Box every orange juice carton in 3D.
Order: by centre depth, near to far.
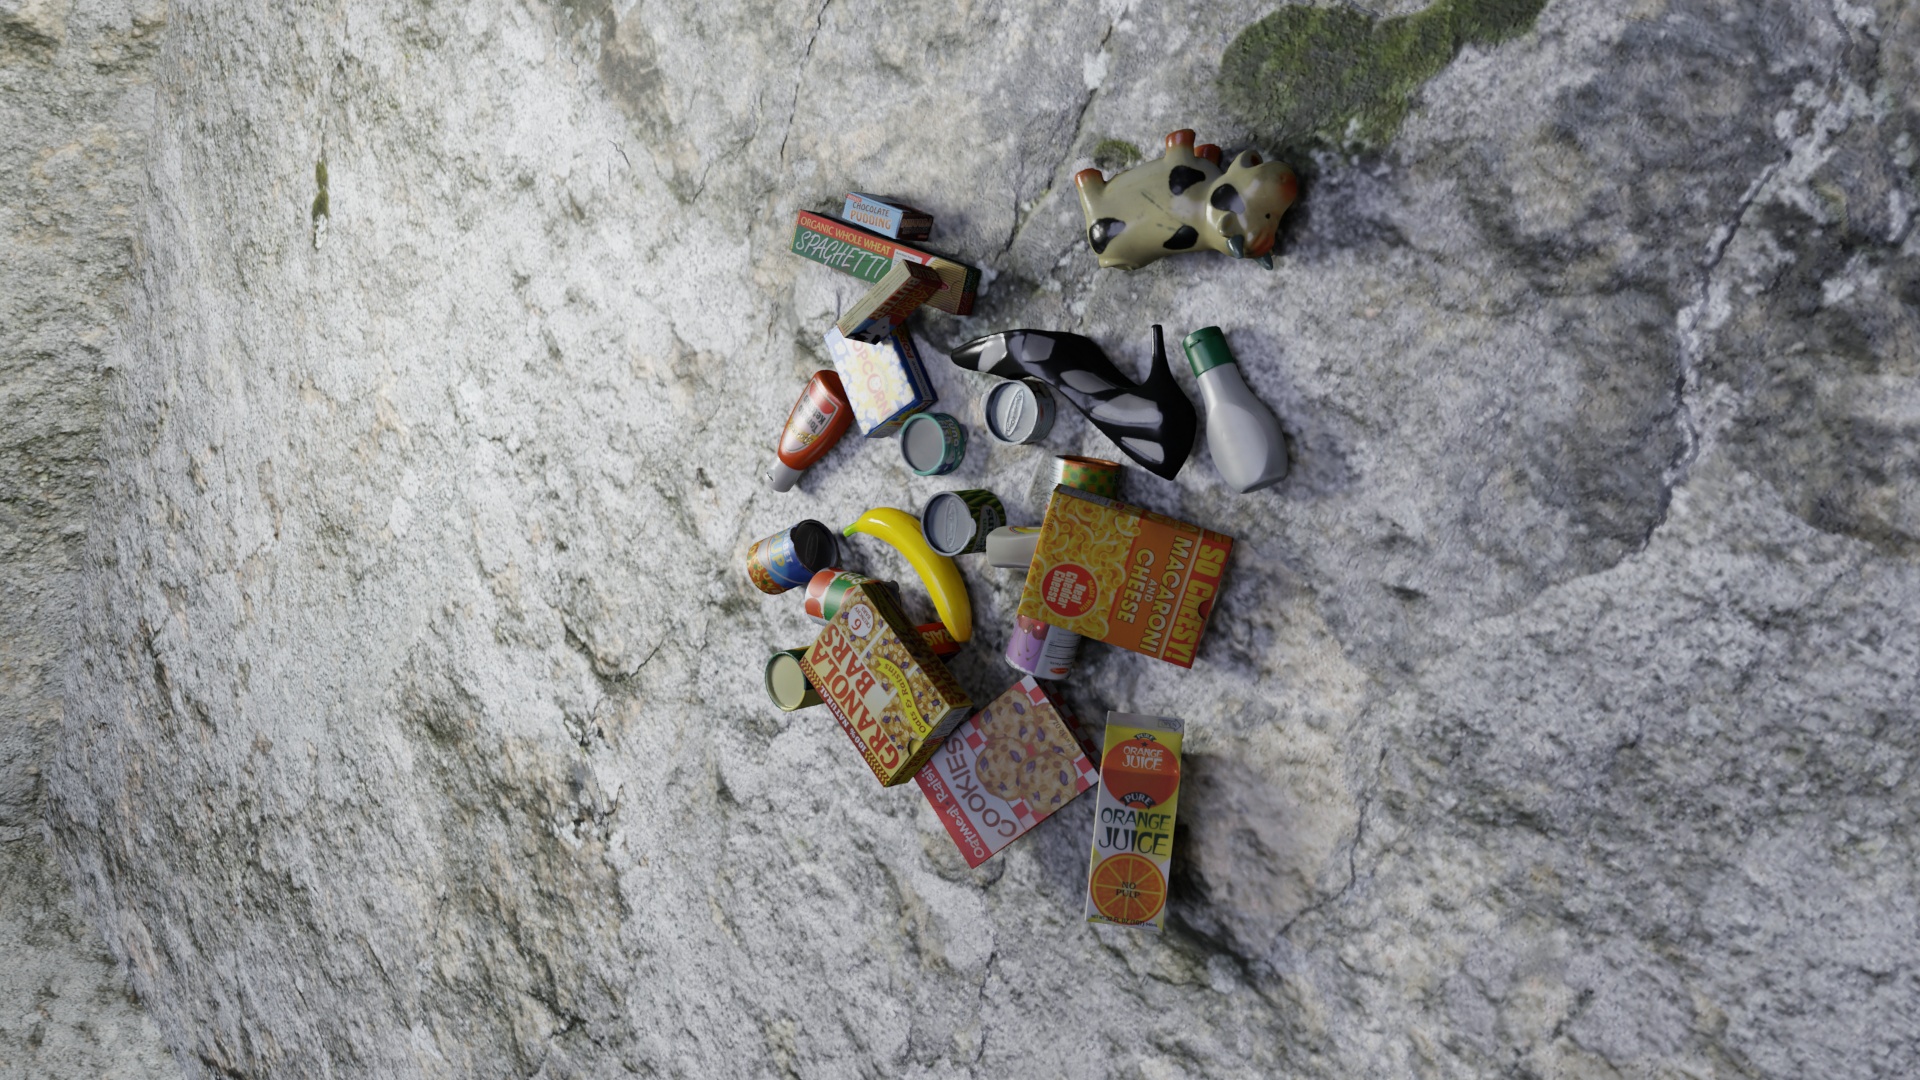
[{"bbox_3d":[0.160,0.252,1.275,0.072,0.073,0.192,6,99,7],"label":"orange juice carton"}]

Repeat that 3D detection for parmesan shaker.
[{"bbox_3d":[-0.153,0.144,1.510,0.071,0.103,0.071,4,96,38],"label":"parmesan shaker"}]

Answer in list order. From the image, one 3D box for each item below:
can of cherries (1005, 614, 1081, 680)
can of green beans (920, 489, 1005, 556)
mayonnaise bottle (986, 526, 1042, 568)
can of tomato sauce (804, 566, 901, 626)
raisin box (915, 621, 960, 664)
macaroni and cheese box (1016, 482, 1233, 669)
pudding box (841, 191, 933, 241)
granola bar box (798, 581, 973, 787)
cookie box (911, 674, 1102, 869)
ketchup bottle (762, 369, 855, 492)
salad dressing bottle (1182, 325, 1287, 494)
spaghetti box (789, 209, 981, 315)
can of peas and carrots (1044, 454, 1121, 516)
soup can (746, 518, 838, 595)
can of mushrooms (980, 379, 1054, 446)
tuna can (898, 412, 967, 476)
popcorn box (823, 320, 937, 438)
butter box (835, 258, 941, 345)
[{"bbox_3d":[0.080,0.095,1.346,0.071,0.071,0.058,26,109,34],"label":"can of cherries"},{"bbox_3d":[0.003,-0.018,1.403,0.071,0.058,0.071,4,96,38],"label":"can of green beans"},{"bbox_3d":[0.102,0.007,1.326,0.148,0.065,0.041,0,96,29],"label":"mayonnaise bottle"},{"bbox_3d":[-0.116,0.066,1.500,0.083,0.071,0.071,14,102,38],"label":"can of tomato sauce"},{"bbox_3d":[-0.070,0.136,1.455,0.123,0.086,0.040,-42,67,33],"label":"raisin box"},{"bbox_3d":[0.148,0.033,1.258,0.166,0.040,0.123,18,106,8],"label":"macaroni and cheese box"},{"bbox_3d":[-0.076,-0.337,1.446,0.084,0.050,0.030,28,112,33],"label":"pudding box"},{"bbox_3d":[-0.078,0.142,1.380,0.166,0.039,0.123,51,120,25],"label":"granola bar box"},{"bbox_3d":[0.045,0.225,1.368,0.167,0.040,0.123,-39,76,18],"label":"cookie box"},{"bbox_3d":[-0.169,-0.116,1.541,0.065,0.043,0.148,52,122,23],"label":"ketchup bottle"},{"bbox_3d":[0.238,-0.116,1.219,0.064,0.044,0.148,-29,74,38],"label":"salad dressing bottle"},{"bbox_3d":[-0.084,-0.296,1.468,0.250,0.029,0.050,27,110,34],"label":"spaghetti box"},{"bbox_3d":[0.118,-0.047,1.307,0.071,0.071,0.058,14,102,37],"label":"can of peas and carrots"},{"bbox_3d":[-0.190,0.018,1.551,0.083,0.071,0.071,-22,80,38],"label":"soup can"},{"bbox_3d":[0.056,-0.127,1.368,0.071,0.033,0.071,5,97,38],"label":"can of mushrooms"},{"bbox_3d":[-0.029,-0.100,1.438,0.071,0.033,0.071,4,97,39],"label":"tuna can"},{"bbox_3d":[-0.085,-0.183,1.473,0.085,0.038,0.127,-32,74,36],"label":"popcorn box"},{"bbox_3d":[-0.072,-0.240,1.404,0.103,0.053,0.024,-39,69,26],"label":"butter box"}]
